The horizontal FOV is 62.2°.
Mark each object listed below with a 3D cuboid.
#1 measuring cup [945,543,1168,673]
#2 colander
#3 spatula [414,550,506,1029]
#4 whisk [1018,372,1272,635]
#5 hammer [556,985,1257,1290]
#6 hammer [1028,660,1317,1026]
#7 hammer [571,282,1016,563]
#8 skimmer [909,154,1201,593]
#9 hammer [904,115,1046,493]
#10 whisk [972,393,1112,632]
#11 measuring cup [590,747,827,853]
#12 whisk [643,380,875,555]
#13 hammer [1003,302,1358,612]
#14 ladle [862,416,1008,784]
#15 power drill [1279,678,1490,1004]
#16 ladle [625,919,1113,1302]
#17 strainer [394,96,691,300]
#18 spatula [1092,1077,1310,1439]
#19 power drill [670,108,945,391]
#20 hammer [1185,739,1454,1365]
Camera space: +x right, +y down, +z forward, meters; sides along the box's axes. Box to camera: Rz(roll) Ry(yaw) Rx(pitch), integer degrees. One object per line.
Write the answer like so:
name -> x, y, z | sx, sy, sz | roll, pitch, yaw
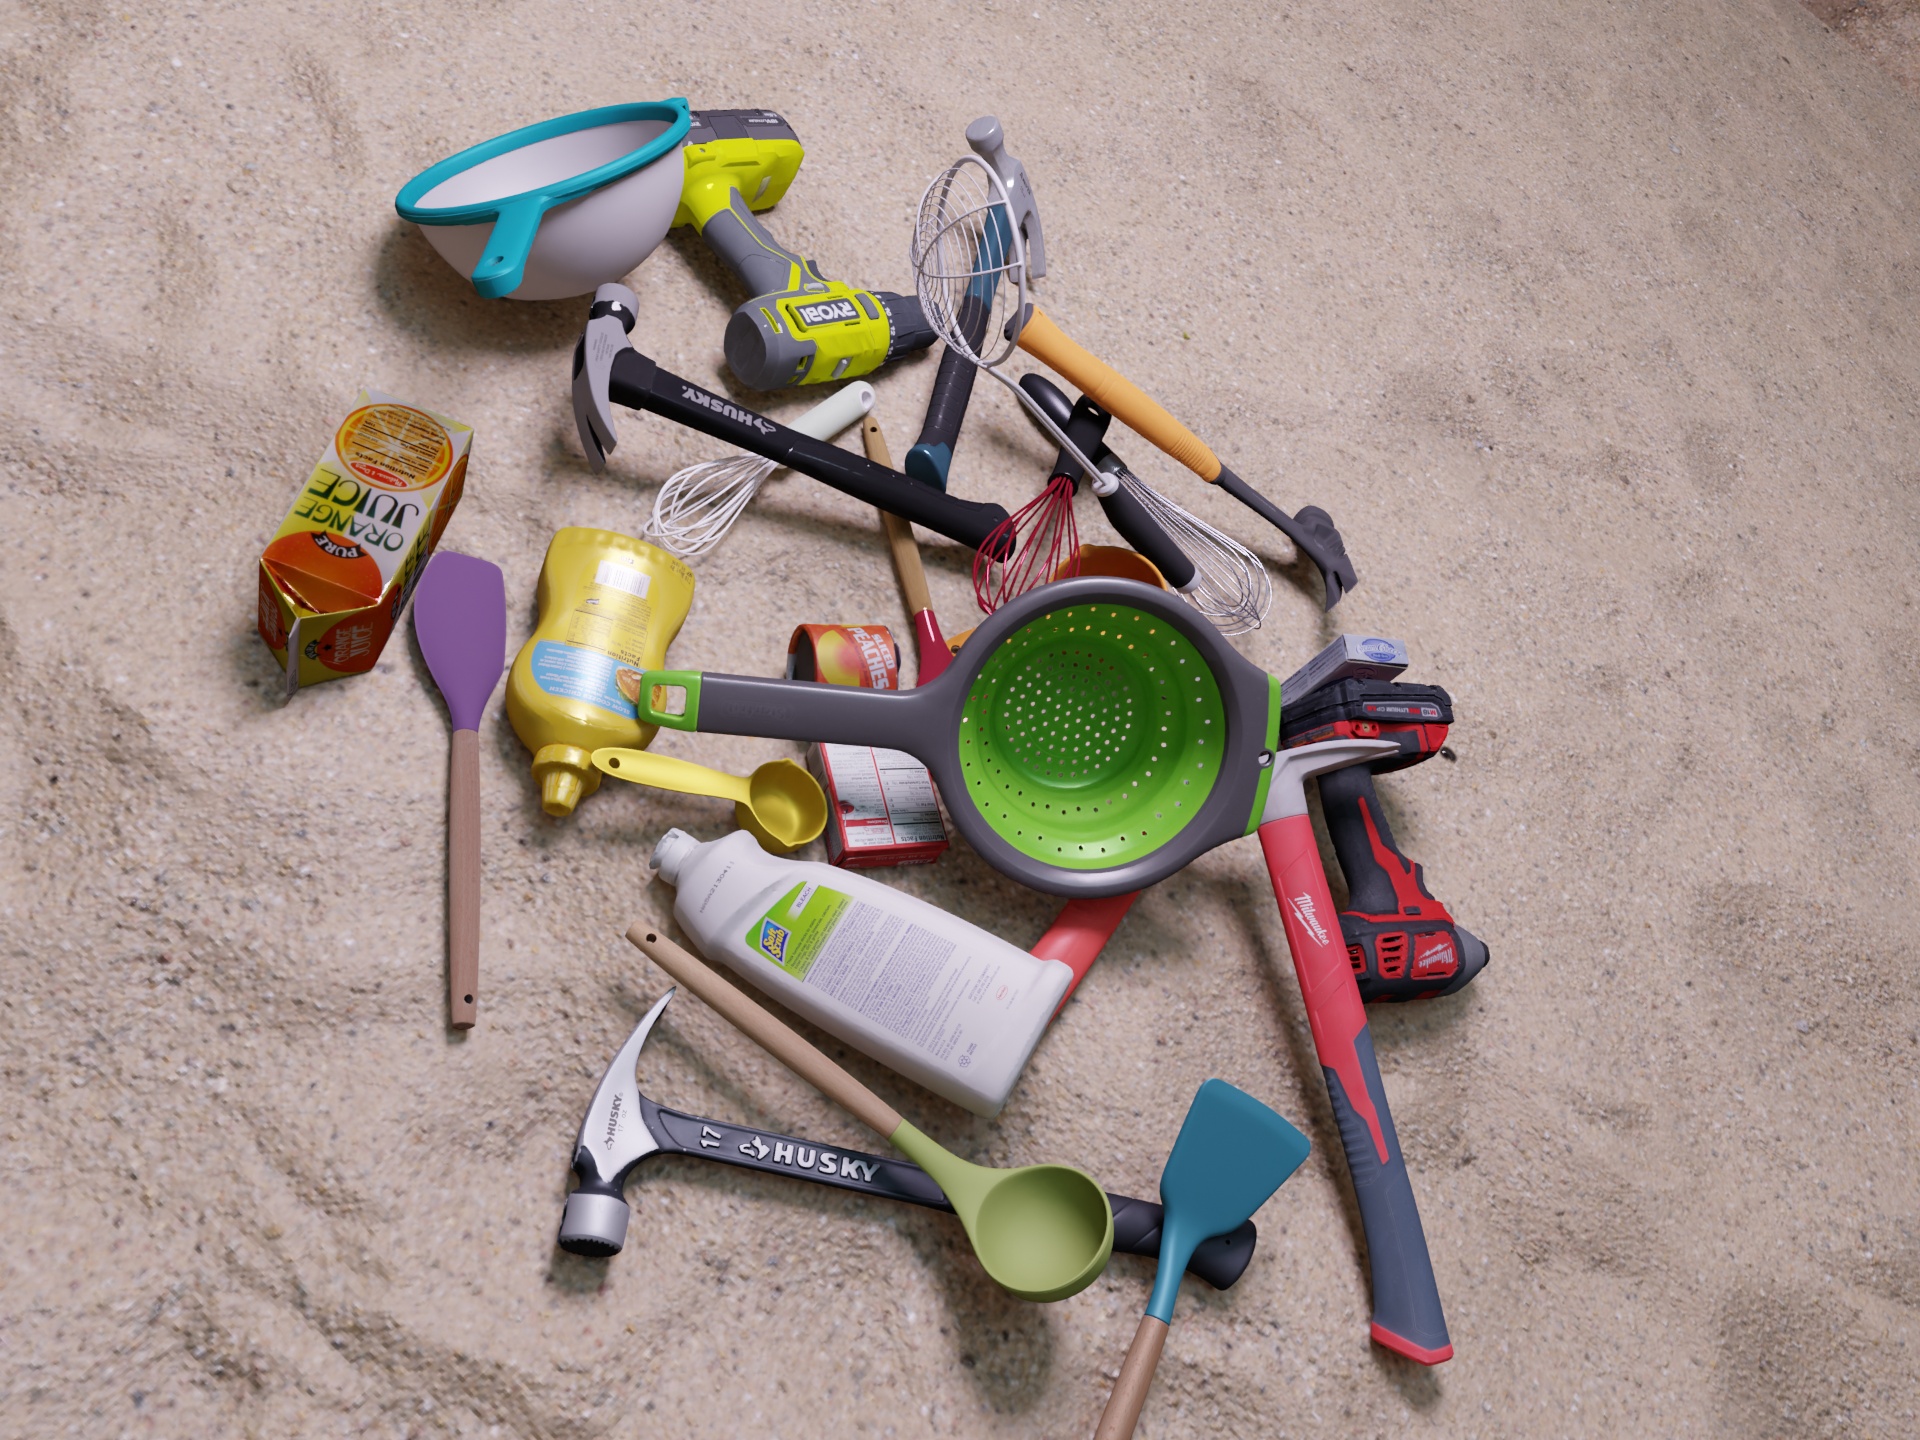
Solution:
measuring cup -> 0.066, -0.064, 1.155 | 0.173, 0.052, 0.095 | -19, 64, -6
colander -> -0.002, -0.003, 1.014 | 0.397, 0.094, 0.204 | 6, 101, -9
spatula -> -0.295, 0.030, 0.941 | 0.059, 0.018, 0.316 | 13, 54, -36
whisk -> 0.139, -0.175, 1.249 | 0.070, 0.070, 0.285 | -29, 70, -35
hammer -> -0.014, 0.264, 0.913 | 0.408, 0.036, 0.149 | 16, 54, -15
hammer -> 0.121, 0.101, 1.076 | 0.149, 0.036, 0.359 | 39, 52, 2
hammer -> -0.107, -0.180, 1.100 | 0.334, 0.035, 0.146 | 20, 49, -24
skimmer -> 0.086, -0.218, 1.081 | 0.362, 0.090, 0.127 | 41, 4, -38
hammer -> 0.009, -0.318, 1.260 | 0.033, 0.128, 0.331 | -2, 58, 28
whisk -> 0.069, -0.160, 1.154 | 0.073, 0.073, 0.296 | 29, 45, -6
measuring cup -> -0.156, 0.044, 0.973 | 0.156, 0.029, 0.062 | 16, 55, -29
whisk -> -0.137, -0.188, 1.139 | 0.246, 0.059, 0.057 | -44, 127, -41
hammer -> 0.172, -0.207, 1.224 | 0.336, 0.034, 0.127 | 33, 28, -20
ladle -> -0.031, -0.095, 1.136 | 0.069, 0.031, 0.316 | -11, 61, -10
power drill -> 0.304, 0.088, 1.122 | 0.143, 0.078, 0.220 | 3, 73, -31
ladle -> -0.054, 0.206, 0.876 | 0.320, 0.062, 0.078 | 36, 57, 4
strainer -> -0.274, -0.319, 1.070 | 0.211, 0.095, 0.341 | -13, 35, 3
spatula -> 0.103, 0.355, 0.874 | 0.082, 0.044, 0.318 | 35, 61, -14
power drill -> -0.130, -0.361, 1.230 | 0.190, 0.080, 0.229 | -21, 73, -40
hammer -> 0.260, 0.203, 1.015 | 0.143, 0.038, 0.386 | -15, 74, 8
